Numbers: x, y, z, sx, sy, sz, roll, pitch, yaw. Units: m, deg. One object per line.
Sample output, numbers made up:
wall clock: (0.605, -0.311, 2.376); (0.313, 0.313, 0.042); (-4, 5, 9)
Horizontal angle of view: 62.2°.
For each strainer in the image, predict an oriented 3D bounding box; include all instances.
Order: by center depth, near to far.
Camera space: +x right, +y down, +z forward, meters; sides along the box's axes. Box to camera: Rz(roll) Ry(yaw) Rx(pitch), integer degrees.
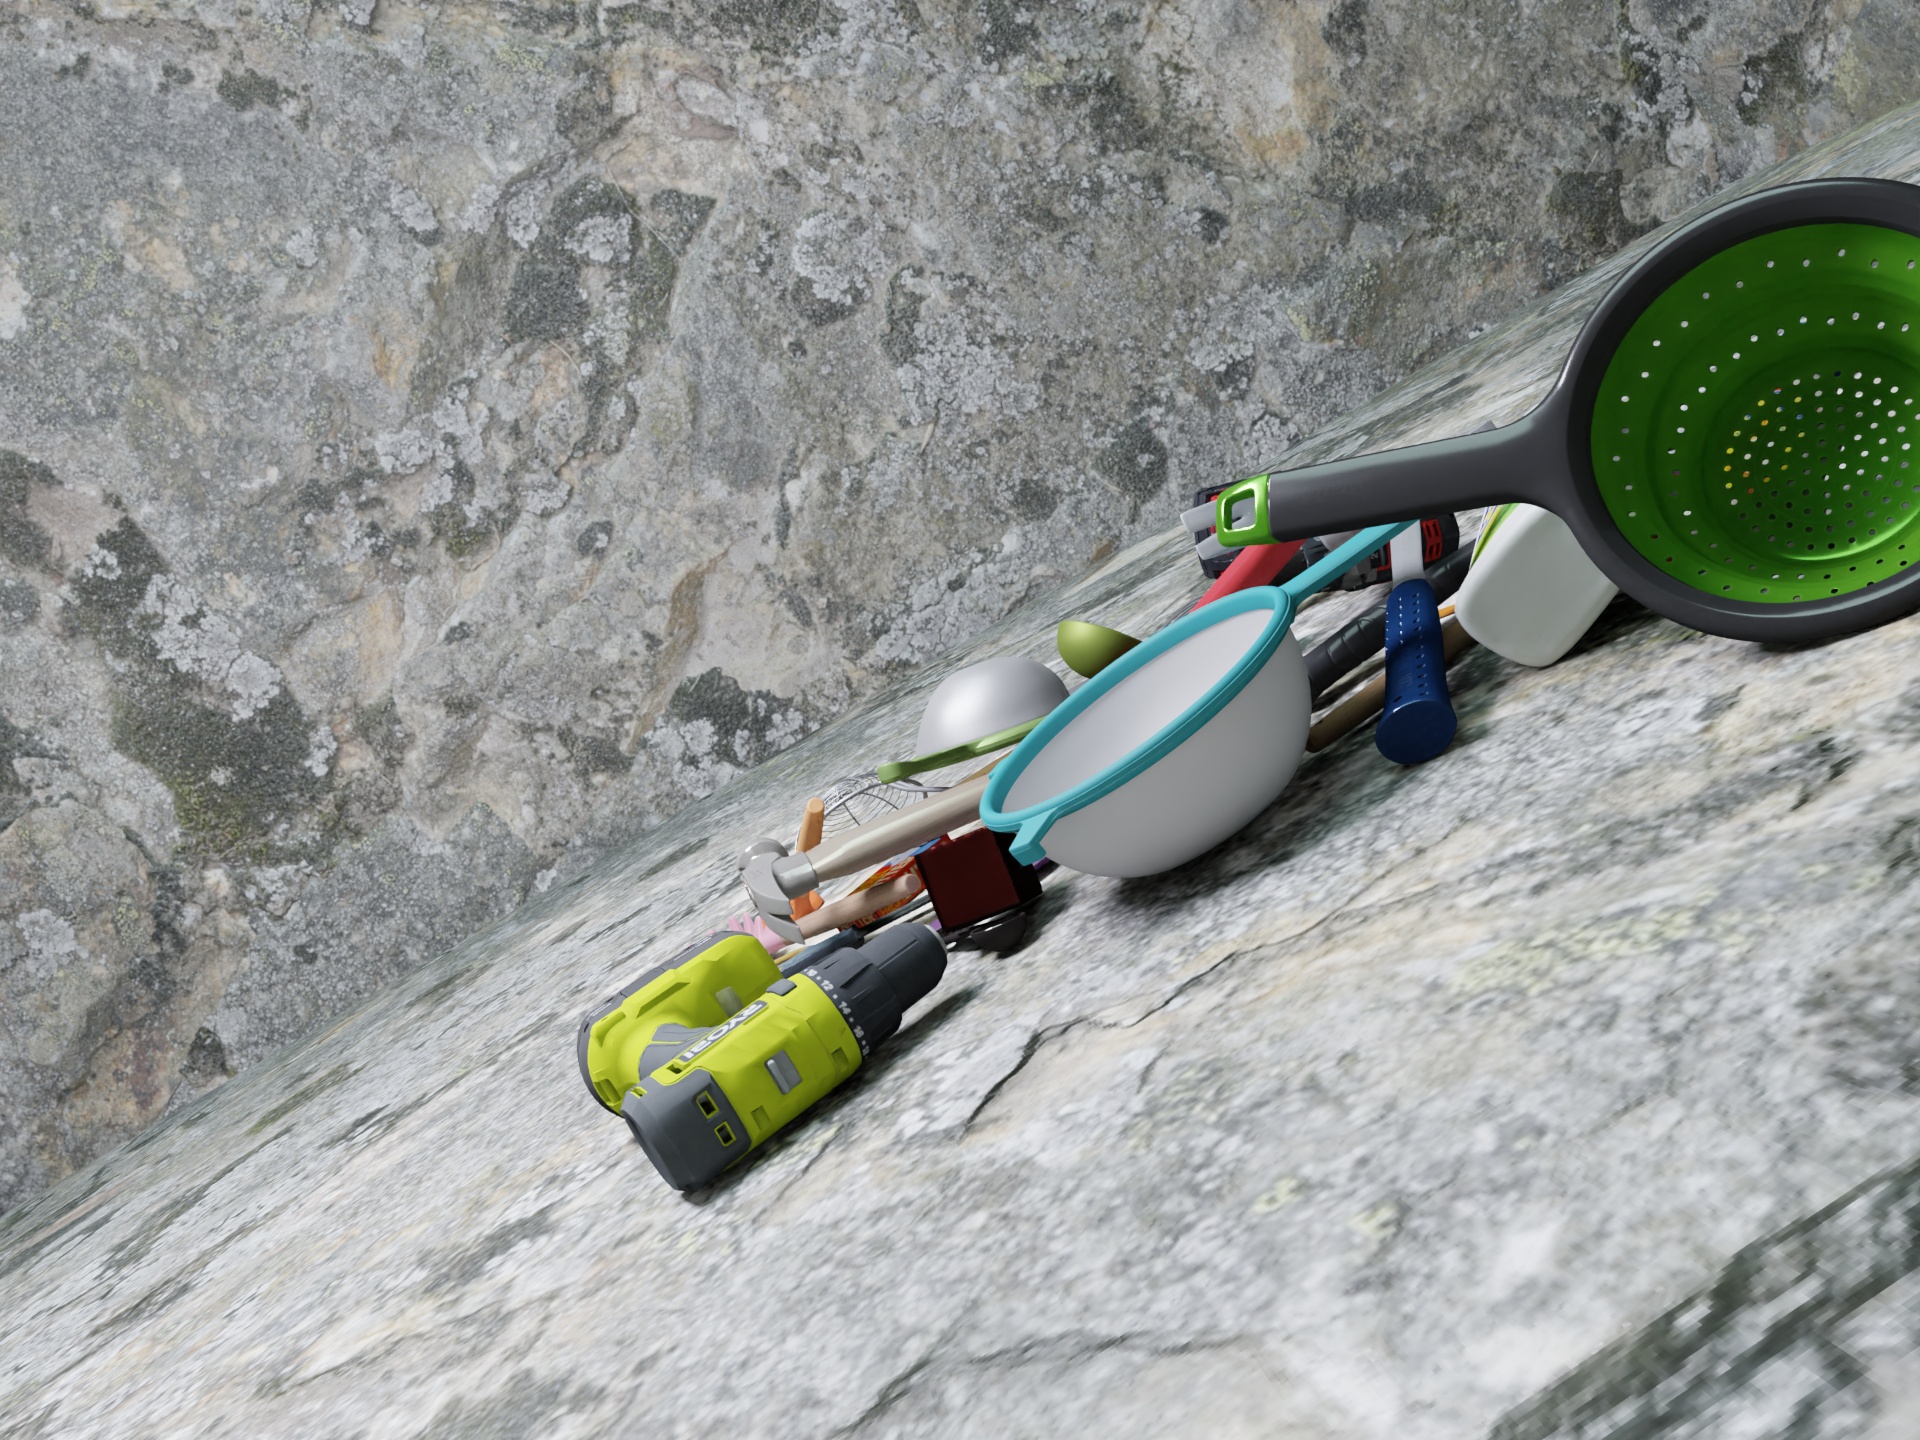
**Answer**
strainer: (0.172, -0.014, 0.891); (0.340, 0.095, 0.211); (-36, 10, 4)
strainer: (-0.002, -0.004, 1.226); (0.151, 0.069, 0.256); (-18, 0, 28)

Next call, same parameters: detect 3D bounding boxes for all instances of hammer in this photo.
hammer: (0.282, -0.087, 0.985); (0.144, 0.035, 0.406); (-30, 16, 25)
hammer: (0.342, -0.109, 1.074); (0.335, 0.035, 0.146); (-36, 7, -3)
hammer: (0.048, 0.043, 1.094); (0.410, 0.038, 0.146); (-22, 15, -11)
hammer: (0.159, -0.064, 1.113); (0.143, 0.038, 0.386); (-18, -16, -20)

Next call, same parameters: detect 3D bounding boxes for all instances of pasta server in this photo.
pasta server: (-0.121, 0.149, 1.188); (0.060, 0.040, 0.316); (-34, 3, -38)

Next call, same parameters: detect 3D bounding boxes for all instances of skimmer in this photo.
skimmer: (-0.005, 0.085, 1.273); (0.127, 0.090, 0.363); (-10, 4, -38)

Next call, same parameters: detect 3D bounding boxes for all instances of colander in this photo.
colander: (0.318, -0.122, 0.768); (0.397, 0.204, 0.094); (-7, -12, 36)

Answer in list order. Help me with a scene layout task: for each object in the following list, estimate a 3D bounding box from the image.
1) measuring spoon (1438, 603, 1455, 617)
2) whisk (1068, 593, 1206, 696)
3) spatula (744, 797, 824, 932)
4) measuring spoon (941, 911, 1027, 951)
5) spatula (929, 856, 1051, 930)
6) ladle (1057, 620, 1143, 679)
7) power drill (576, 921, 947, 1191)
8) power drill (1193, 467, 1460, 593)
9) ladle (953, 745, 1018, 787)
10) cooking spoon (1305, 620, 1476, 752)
measuring spoon: (0.318, -0.072, 1.118); (0.117, 0.011, 0.021); (-23, 10, 48)
whisk: (0.167, -0.052, 1.494); (0.239, 0.055, 0.055); (-31, 5, 33)
spatula: (-0.132, 0.121, 1.275); (0.081, 0.041, 0.322); (-33, -15, -22)
measuring spoon: (0.009, 0.133, 0.957); (0.034, 0.018, 0.124); (-20, -5, -23)
spatula: (0.106, 0.055, 1.070); (0.316, 0.018, 0.060); (-33, 0, -14)
ladle: (0.233, -0.108, 1.394); (0.320, 0.062, 0.078); (-21, 2, -15)
power drill: (-0.121, 0.177, 0.919); (0.190, 0.080, 0.228); (-34, 10, -25)
power drill: (0.271, -0.147, 1.309); (0.188, 0.080, 0.227); (-15, 17, -15)
ladle: (0.064, 0.022, 1.377); (0.315, 0.031, 0.069); (-34, -5, 30)
cooking spoon: (0.326, -0.063, 0.990); (0.319, 0.017, 0.069); (-32, 7, -24)
